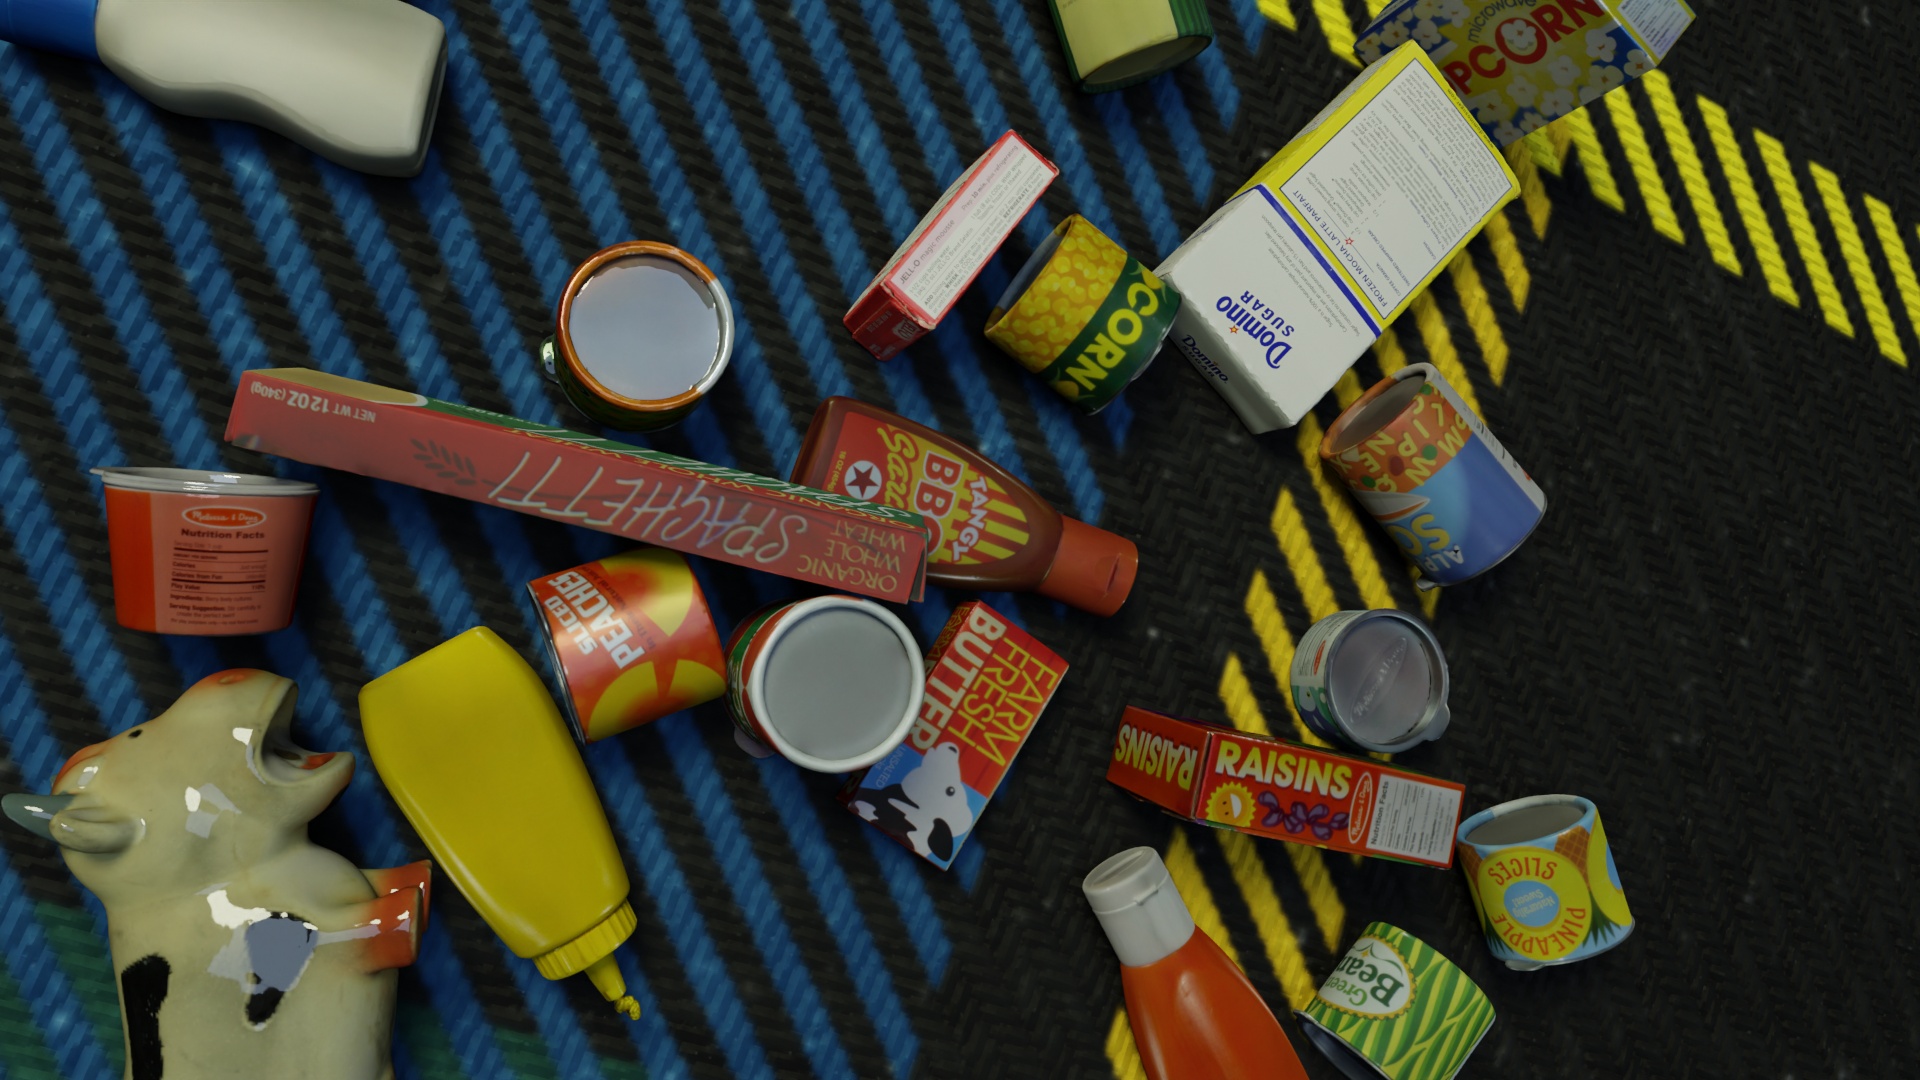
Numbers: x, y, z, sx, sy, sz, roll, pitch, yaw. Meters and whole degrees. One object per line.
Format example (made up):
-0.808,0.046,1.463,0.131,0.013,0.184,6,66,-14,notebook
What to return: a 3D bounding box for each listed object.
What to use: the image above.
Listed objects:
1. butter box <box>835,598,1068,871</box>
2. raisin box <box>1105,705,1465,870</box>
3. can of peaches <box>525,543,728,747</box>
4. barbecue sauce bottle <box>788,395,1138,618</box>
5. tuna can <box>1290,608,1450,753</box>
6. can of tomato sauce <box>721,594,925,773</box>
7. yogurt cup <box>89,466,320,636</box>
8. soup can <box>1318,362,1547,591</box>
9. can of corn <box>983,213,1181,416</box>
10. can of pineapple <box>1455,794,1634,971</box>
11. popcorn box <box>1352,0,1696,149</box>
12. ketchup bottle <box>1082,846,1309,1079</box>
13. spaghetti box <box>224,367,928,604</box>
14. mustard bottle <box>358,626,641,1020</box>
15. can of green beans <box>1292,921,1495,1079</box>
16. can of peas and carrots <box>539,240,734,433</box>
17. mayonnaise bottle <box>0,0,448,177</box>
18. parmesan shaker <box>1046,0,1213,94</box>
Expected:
-0.002,0.081,0.589,0.053,0.024,0.104,35,77,-13,butter box
0.138,0.106,0.599,0.123,0.086,0.040,14,87,-16,raisin box
-0.126,0.037,0.528,0.058,0.071,0.071,-19,92,-19,can of peaches
0.002,-0.007,0.586,0.148,0.043,0.065,20,84,-16,barbecue sauce bottle
0.192,0.066,0.647,0.071,0.033,0.071,1,86,-18,tuna can
-0.057,0.055,0.542,0.071,0.083,0.071,1,86,-17,can of tomato sauce
-0.265,0.004,0.490,0.072,0.072,0.054,4,94,-17,yogurt cup
0.216,-0.029,0.645,0.083,0.071,0.071,46,75,-9,soup can
0.052,-0.096,0.594,0.058,0.071,0.071,36,77,-12,can of corn
0.270,0.158,0.647,0.071,0.071,0.058,-19,92,-18,can of pineapple
0.253,-0.234,0.639,0.085,0.126,0.038,44,71,-11,popcorn box
0.102,0.206,0.603,0.065,0.043,0.148,-28,95,-18,ketchup bottle
-0.133,-0.021,0.515,0.250,0.050,0.028,13,98,-5,spaghetti box
-0.163,0.113,0.522,0.065,0.049,0.160,-28,95,-16,mustard bottle
0.194,0.214,0.620,0.071,0.071,0.058,46,74,-10,can of green beans
-0.127,-0.078,0.542,0.071,0.058,0.071,1,85,-18,can of peas and carrots
-0.272,-0.183,0.513,0.148,0.041,0.065,12,81,-16,mayonnaise bottle
0.064,-0.258,0.614,0.071,0.071,0.103,-19,93,-18,parmesan shaker
